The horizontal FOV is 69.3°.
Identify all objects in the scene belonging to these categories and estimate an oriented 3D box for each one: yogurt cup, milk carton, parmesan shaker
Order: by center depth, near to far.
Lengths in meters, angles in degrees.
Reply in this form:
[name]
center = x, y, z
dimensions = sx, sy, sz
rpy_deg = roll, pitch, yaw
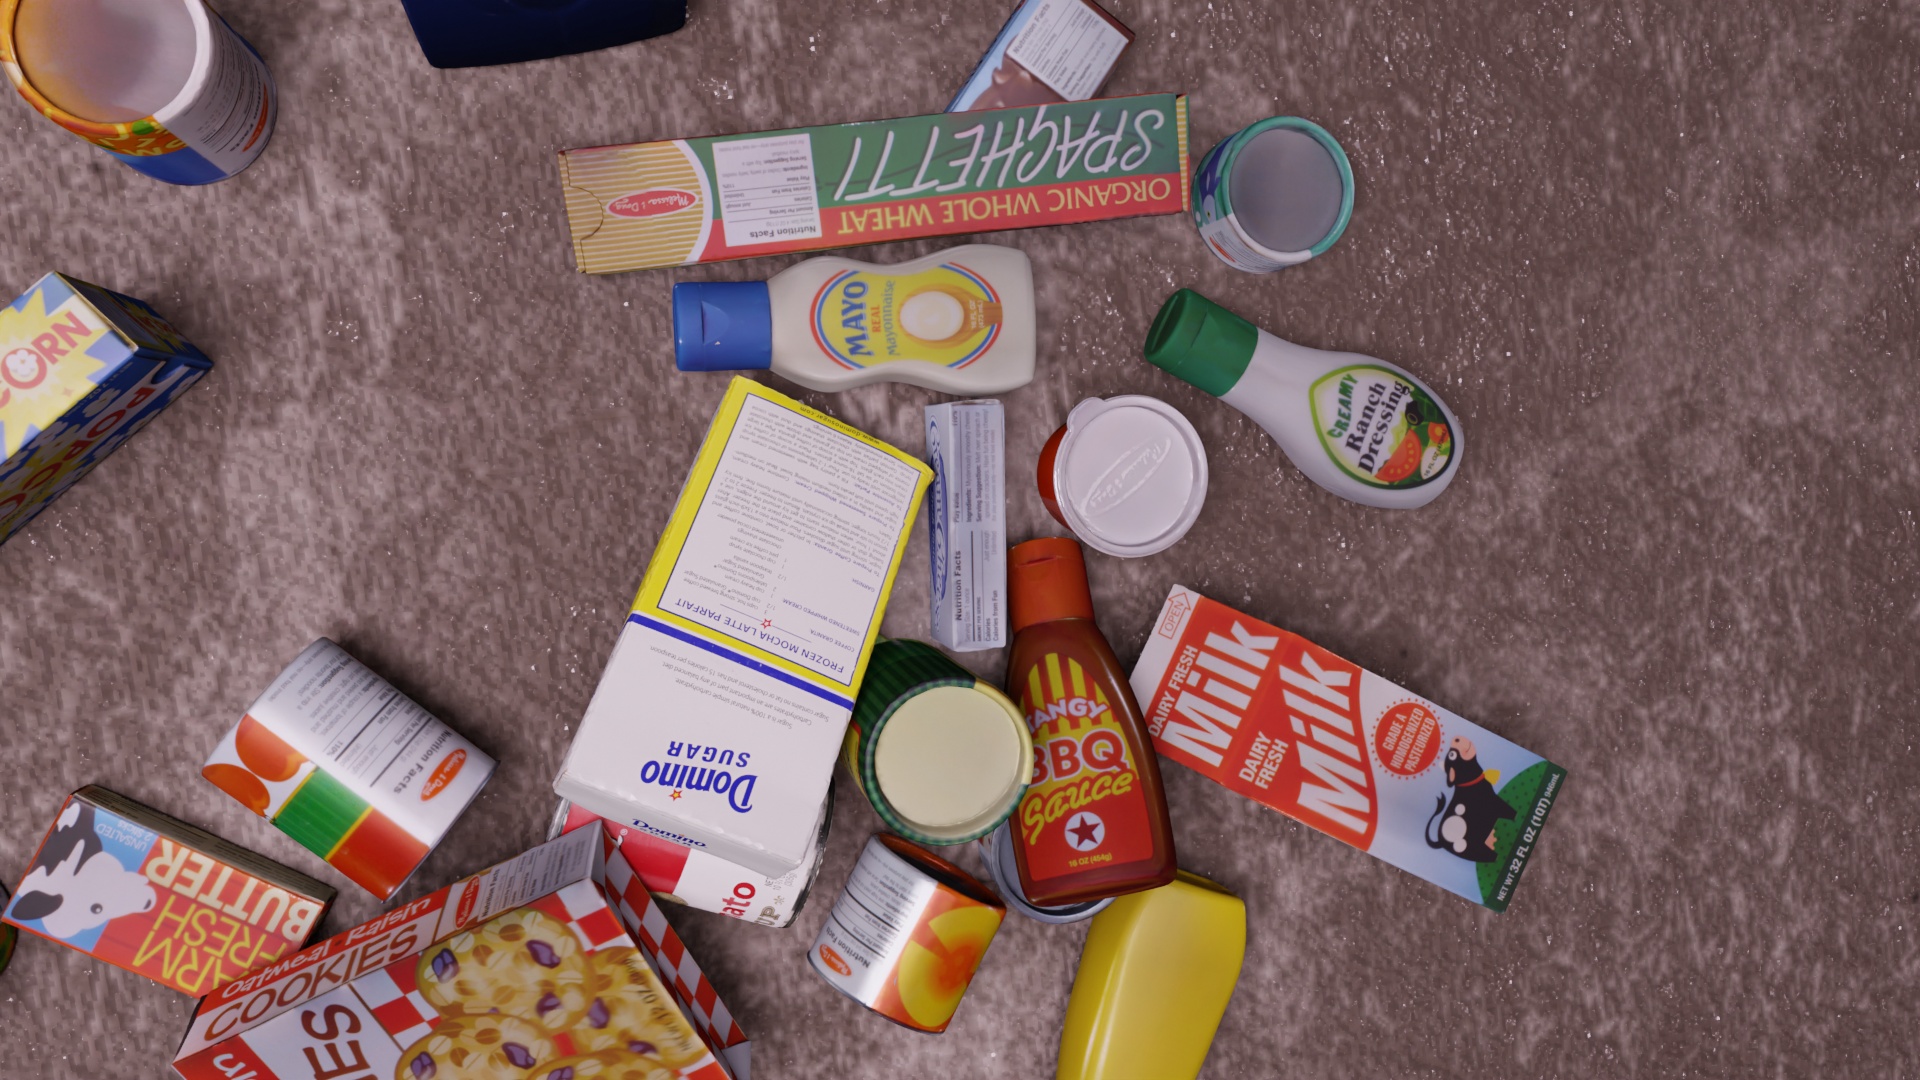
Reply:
[parmesan shaker]
center = -0.017, 0.076, 0.561
dimensions = 0.071, 0.103, 0.071
rpy_deg = -1, 93, -13
[yogurt cup]
center = 0.066, -0.028, 0.601
dimensions = 0.072, 0.054, 0.072
rpy_deg = -1, 93, -13
[milk carton]
center = 0.161, 0.090, 0.619
dimensions = 0.190, 0.073, 0.072
rpy_deg = 25, 87, -13

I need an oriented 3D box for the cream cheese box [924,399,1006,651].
[cream cheese box]
center = 0.002, -0.007, 0.587
dimensions = 0.024, 0.053, 0.103
rpy_deg = -2, 93, -13

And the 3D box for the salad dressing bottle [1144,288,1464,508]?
[salad dressing bottle]
center = 0.154, -0.064, 0.626
dimensions = 0.147, 0.044, 0.064
rpy_deg = 25, 85, -13

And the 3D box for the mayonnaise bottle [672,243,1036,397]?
[mayonnaise bottle]
center = -0.044, -0.090, 0.579
dimensions = 0.148, 0.041, 0.064
rpy_deg = -4, 93, -14

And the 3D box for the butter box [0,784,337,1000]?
[butter box]
center = -0.303, 0.140, 0.537
dimensions = 0.103, 0.024, 0.053
rpy_deg = 29, 85, -13

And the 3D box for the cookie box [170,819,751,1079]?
[cookie box]
center = -0.183, 0.193, 0.526
dimensions = 0.167, 0.040, 0.122
rpy_deg = -24, 114, 3

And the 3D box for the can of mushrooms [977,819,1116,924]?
[can of mushrooms]
center = 0.044, 0.130, 0.613
dimensions = 0.071, 0.033, 0.071
rpy_deg = -1, 92, -13

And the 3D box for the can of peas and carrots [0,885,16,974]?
[can of peas and carrots]
center = -0.390, 0.152, 0.499
dimensions = 0.071, 0.059, 0.071
rpy_deg = -1, 93, -13

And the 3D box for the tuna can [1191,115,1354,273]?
[tuna can]
center = 0.142, -0.157, 0.625
dimensions = 0.071, 0.033, 0.071
rpy_deg = -1, 93, -13

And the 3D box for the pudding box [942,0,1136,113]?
[pudding box]
center = 0.031, -0.196, 0.599
dimensions = 0.049, 0.030, 0.084
rpy_deg = 34, 85, -13

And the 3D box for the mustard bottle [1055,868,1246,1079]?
[mustard bottle]
center = 0.074, 0.225, 0.617
dimensions = 0.065, 0.049, 0.160
rpy_deg = 21, 88, -14

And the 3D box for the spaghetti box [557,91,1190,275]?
[spaghetti box]
center = -0.031, -0.145, 0.564
dimensions = 0.250, 0.029, 0.050
rpy_deg = -7, 106, -4

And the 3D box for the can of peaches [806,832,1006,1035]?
[can of peaches]
center = -0.021, 0.164, 0.584
dimensions = 0.071, 0.071, 0.058
rpy_deg = 29, 86, -13

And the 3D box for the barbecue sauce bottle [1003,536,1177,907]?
[barbecue sauce bottle]
center = 0.046, 0.073, 0.580
dimensions = 0.065, 0.043, 0.149
rpy_deg = -13, 67, 11

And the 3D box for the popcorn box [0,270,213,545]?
[popcorn box]
center = -0.339, -0.036, 0.490
dimensions = 0.127, 0.085, 0.038
rpy_deg = -43, 100, -8

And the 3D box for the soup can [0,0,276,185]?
[soup can]
center = -0.294, -0.169, 0.496
dimensions = 0.071, 0.084, 0.071
rpy_deg = -1, 93, -13

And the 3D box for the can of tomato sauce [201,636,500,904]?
[can of tomato sauce]
center = -0.232, 0.088, 0.531
dimensions = 0.083, 0.071, 0.071
rpy_deg = 40, 84, -11
